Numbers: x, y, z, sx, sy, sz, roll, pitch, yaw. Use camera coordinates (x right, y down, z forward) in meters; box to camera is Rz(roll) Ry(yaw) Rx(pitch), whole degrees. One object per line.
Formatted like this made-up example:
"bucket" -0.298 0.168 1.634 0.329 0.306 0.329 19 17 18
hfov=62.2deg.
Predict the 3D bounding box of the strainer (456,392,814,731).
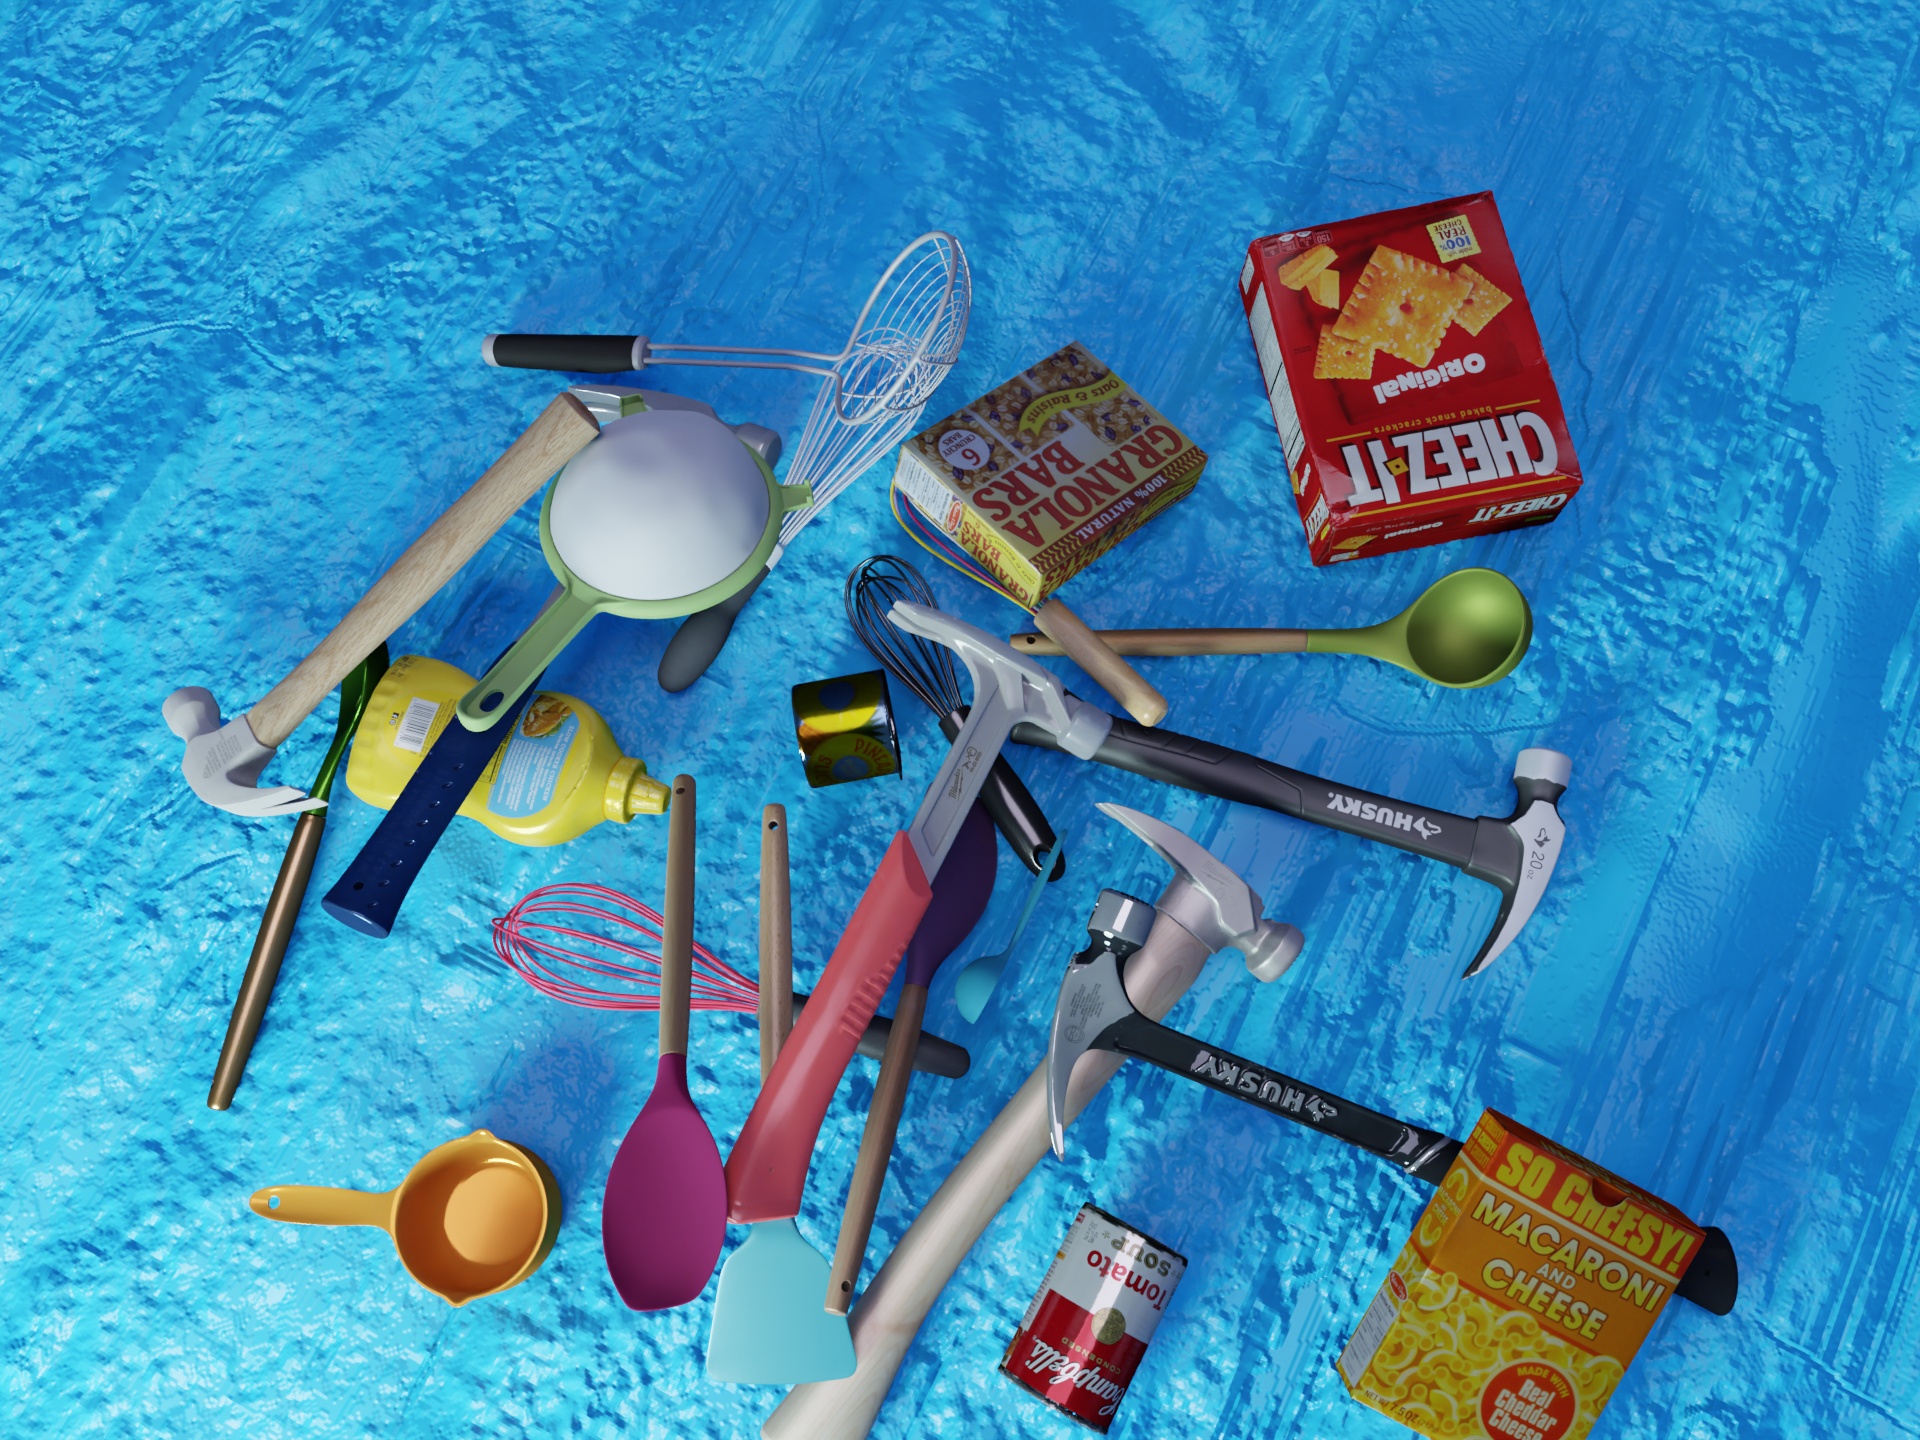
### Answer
"strainer" -0.214 -0.103 0.941 0.151 0.069 0.256 29 63 15

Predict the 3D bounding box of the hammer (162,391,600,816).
"hammer" -0.341 -0.070 0.954 0.331 0.031 0.130 -43 60 5

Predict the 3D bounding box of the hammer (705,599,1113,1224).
"hammer" -0.050 0.107 0.889 0.149 0.036 0.359 30 69 -4

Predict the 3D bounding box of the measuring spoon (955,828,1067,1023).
"measuring spoon" 0.028 0.116 0.935 0.021 0.042 0.129 27 73 2

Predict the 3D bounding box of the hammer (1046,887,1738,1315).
"hammer" 0.239 0.238 0.884 0.409 0.036 0.149 23 83 0

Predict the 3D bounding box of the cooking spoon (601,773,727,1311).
"cooking spoon" -0.157 0.163 0.879 0.069 0.017 0.319 -12 53 9

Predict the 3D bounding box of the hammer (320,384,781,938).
"hammer" -0.262 -0.052 0.972 0.144 0.035 0.406 21 61 10

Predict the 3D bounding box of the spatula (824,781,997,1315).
"spatula" -0.030 0.178 0.912 0.059 0.018 0.316 25 59 -17

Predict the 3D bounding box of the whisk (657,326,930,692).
"whisk" -0.110 -0.136 1.031 0.070 0.070 0.284 33 82 11

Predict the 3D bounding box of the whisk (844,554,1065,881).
"whisk" -0.001 -0.003 0.991 0.055 0.055 0.239 -30 79 -7

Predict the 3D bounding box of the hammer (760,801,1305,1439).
"hammer" 0.021 0.238 0.907 0.146 0.038 0.411 40 80 -3

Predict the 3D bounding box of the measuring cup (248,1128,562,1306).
"measuring cup" -0.314 0.281 0.913 0.173 0.052 0.095 2 74 5

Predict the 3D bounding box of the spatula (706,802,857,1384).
"spatula" -0.103 0.203 0.892 0.082 0.044 0.318 -3 72 3

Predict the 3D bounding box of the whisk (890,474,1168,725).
"whisk" 0.041 -0.086 0.998 0.047 0.051 0.245 -38 68 -17

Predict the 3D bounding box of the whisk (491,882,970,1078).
"whisk" -0.136 0.159 0.939 0.296 0.073 0.073 17 75 2

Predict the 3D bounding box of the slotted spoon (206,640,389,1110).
"slotted spoon" -0.407 0.083 0.982 0.031 0.070 0.314 20 77 -30

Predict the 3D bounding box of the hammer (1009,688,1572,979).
"hammer" 0.193 0.047 0.971 0.335 0.035 0.146 16 74 7

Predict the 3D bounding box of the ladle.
"ladle" 0.190 -0.055 0.992 0.320 0.062 0.078 0 69 5

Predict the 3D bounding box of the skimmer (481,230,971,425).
"skimmer" -0.160 -0.247 1.000 0.363 0.090 0.127 6 69 20
